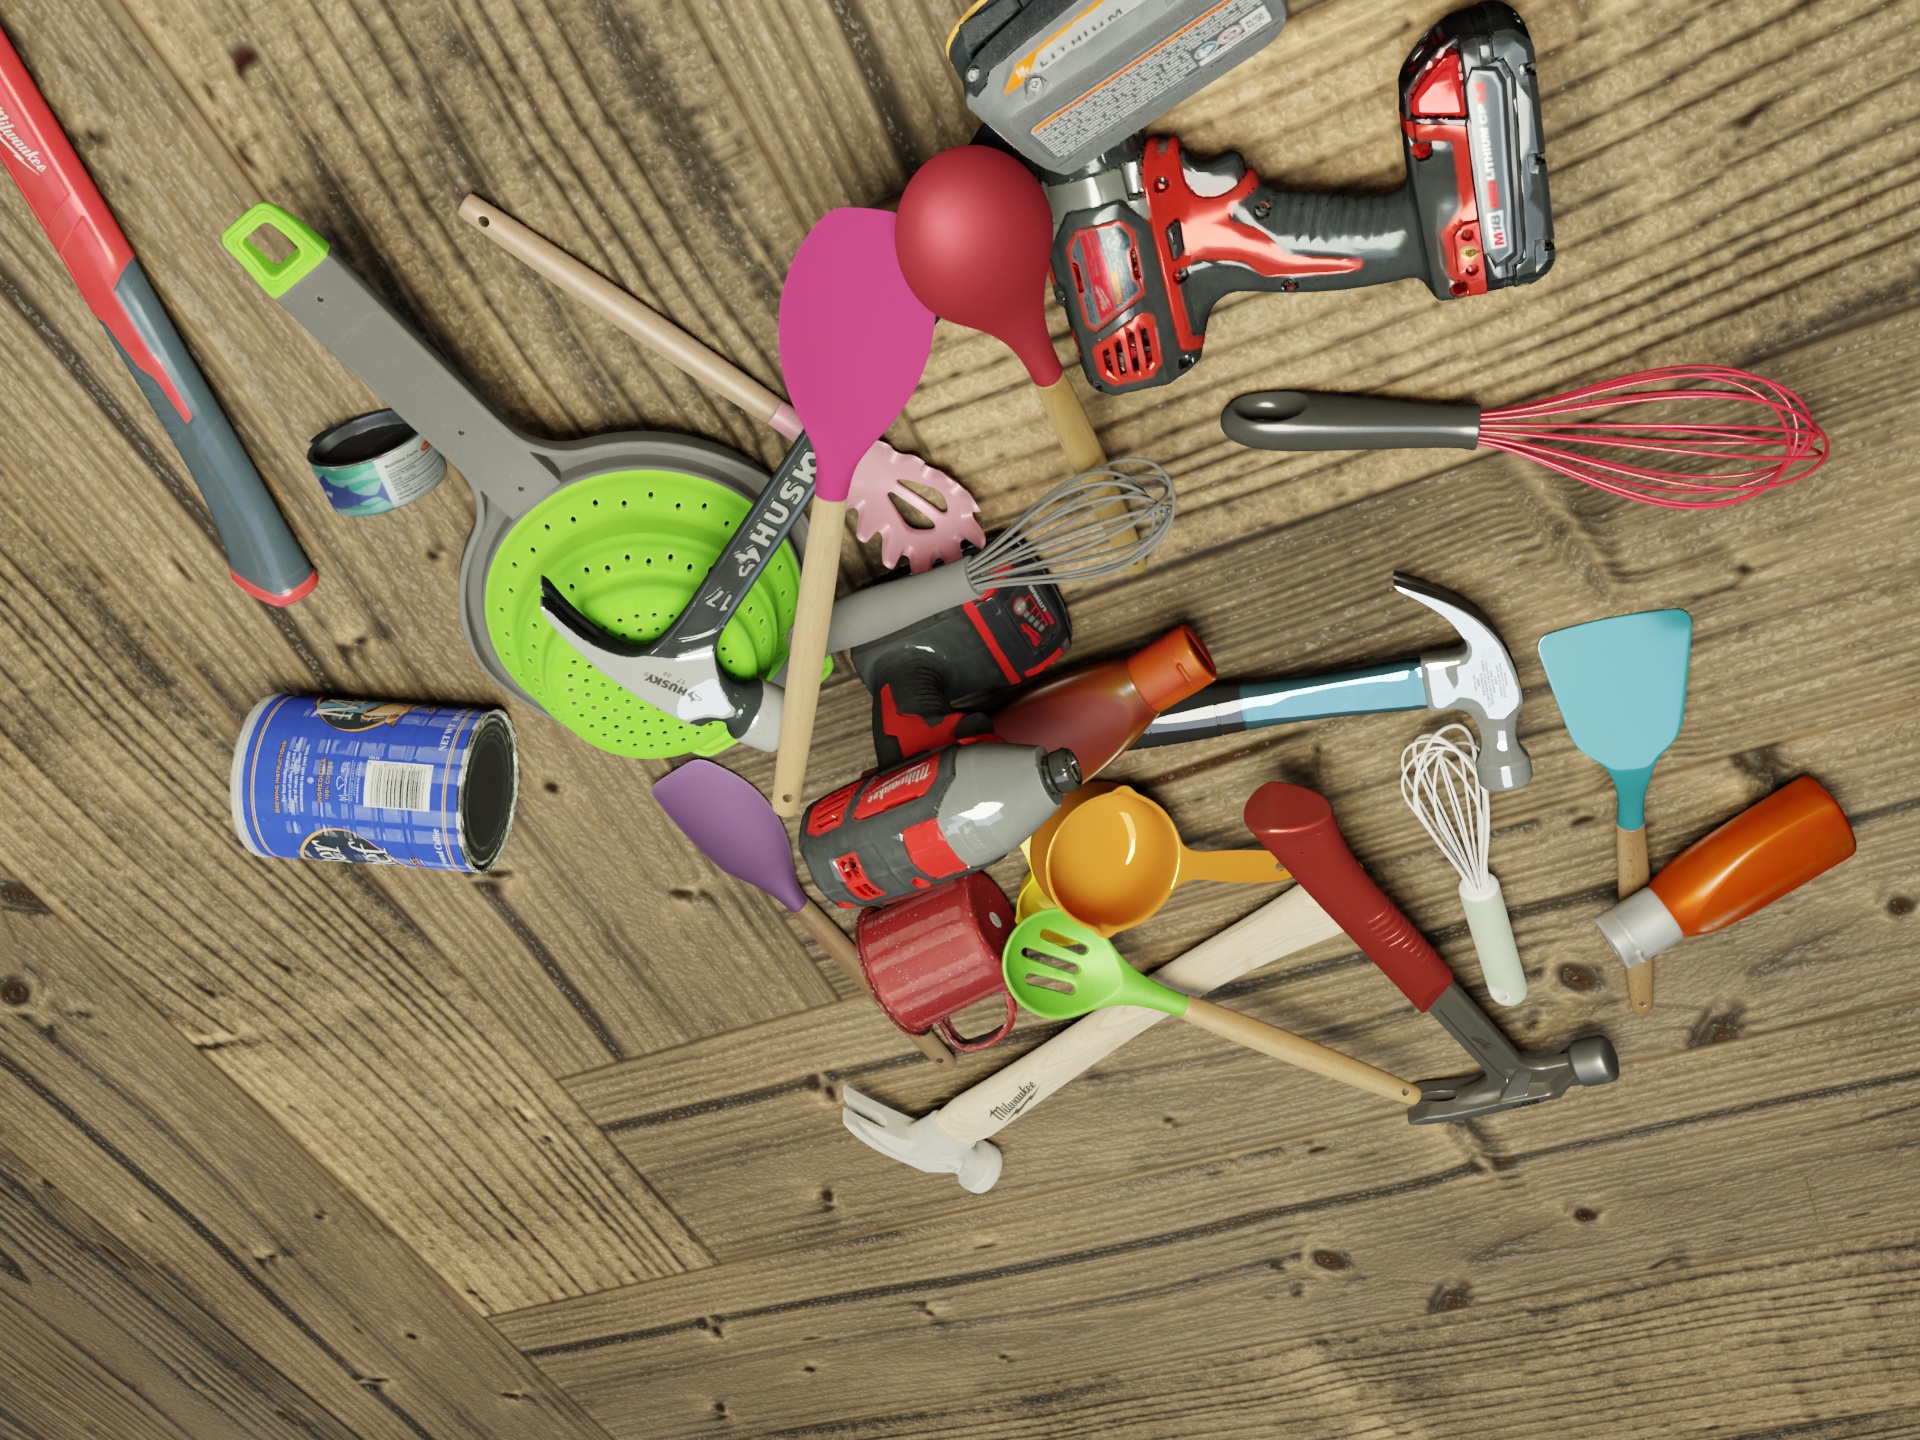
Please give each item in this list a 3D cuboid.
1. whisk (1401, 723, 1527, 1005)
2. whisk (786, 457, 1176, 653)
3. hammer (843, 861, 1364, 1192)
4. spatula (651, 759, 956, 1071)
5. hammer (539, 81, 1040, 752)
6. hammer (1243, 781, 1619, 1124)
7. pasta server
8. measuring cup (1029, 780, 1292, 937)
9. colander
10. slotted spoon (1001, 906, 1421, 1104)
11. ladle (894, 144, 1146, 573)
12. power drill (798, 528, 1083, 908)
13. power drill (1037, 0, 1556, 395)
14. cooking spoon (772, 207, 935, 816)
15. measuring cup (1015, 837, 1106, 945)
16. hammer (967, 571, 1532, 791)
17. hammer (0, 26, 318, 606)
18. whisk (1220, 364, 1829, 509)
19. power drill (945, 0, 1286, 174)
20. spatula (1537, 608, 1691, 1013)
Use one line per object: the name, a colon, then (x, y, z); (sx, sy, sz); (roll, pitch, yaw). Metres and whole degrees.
whisk: (0.322, 0.097, 0.993); (0.058, 0.059, 0.246); (22, 149, 47)
whisk: (0.005, -0.077, 0.822); (0.239, 0.055, 0.055); (-18, 123, 28)
hammer: (0.099, 0.205, 1.089); (0.146, 0.038, 0.410); (34, 122, -31)
spatula: (-0.093, 0.140, 1.083); (0.060, 0.018, 0.315); (-30, 119, 14)
hammer: (-0.049, -0.162, 0.736); (0.149, 0.036, 0.409); (24, 116, -29)
hammer: (0.274, 0.154, 1.001); (0.149, 0.037, 0.358); (-23, 130, 32)
pasta server: (-0.121, -0.176, 0.836); (0.316, 0.040, 0.060); (32, 111, -16)
measuring cup: (0.126, 0.083, 0.995); (0.173, 0.052, 0.095); (3, 99, -19)
colander: (-0.216, -0.095, 0.824); (0.204, 0.095, 0.396); (-34, 127, 12)
slotted spoon: (0.165, 0.196, 1.031); (0.313, 0.031, 0.070); (22, 82, -14)
ladle: (0.047, -0.151, 0.763); (0.069, 0.031, 0.315); (-35, 148, 2)
power drill: (-0.001, -0.003, 0.838); (0.143, 0.220, 0.078); (-21, 122, 21)
power drill: (0.141, -0.259, 0.723); (0.227, 0.080, 0.187); (-9, 118, 18)
cooking spoon: (-0.065, -0.084, 0.754); (0.068, 0.017, 0.318); (2, 123, -15)
measuring cup: (0.049, 0.074, 1.020); (0.062, 0.029, 0.156); (-17, 112, 13)
hammer: (0.151, -0.005, 0.922); (0.331, 0.033, 0.128); (-8, 106, 17)
hammer: (-0.427, -0.230, 0.828); (0.143, 0.038, 0.385); (-10, 125, 12)
whisk: (0.281, -0.147, 0.804); (0.296, 0.073, 0.073); (4, 127, 9)
power drill: (0.005, -0.331, 0.622); (0.185, 0.084, 0.226); (-27, 80, 21)
spatula: (0.412, 0.072, 0.977); (0.082, 0.044, 0.317); (-11, 129, 13)
